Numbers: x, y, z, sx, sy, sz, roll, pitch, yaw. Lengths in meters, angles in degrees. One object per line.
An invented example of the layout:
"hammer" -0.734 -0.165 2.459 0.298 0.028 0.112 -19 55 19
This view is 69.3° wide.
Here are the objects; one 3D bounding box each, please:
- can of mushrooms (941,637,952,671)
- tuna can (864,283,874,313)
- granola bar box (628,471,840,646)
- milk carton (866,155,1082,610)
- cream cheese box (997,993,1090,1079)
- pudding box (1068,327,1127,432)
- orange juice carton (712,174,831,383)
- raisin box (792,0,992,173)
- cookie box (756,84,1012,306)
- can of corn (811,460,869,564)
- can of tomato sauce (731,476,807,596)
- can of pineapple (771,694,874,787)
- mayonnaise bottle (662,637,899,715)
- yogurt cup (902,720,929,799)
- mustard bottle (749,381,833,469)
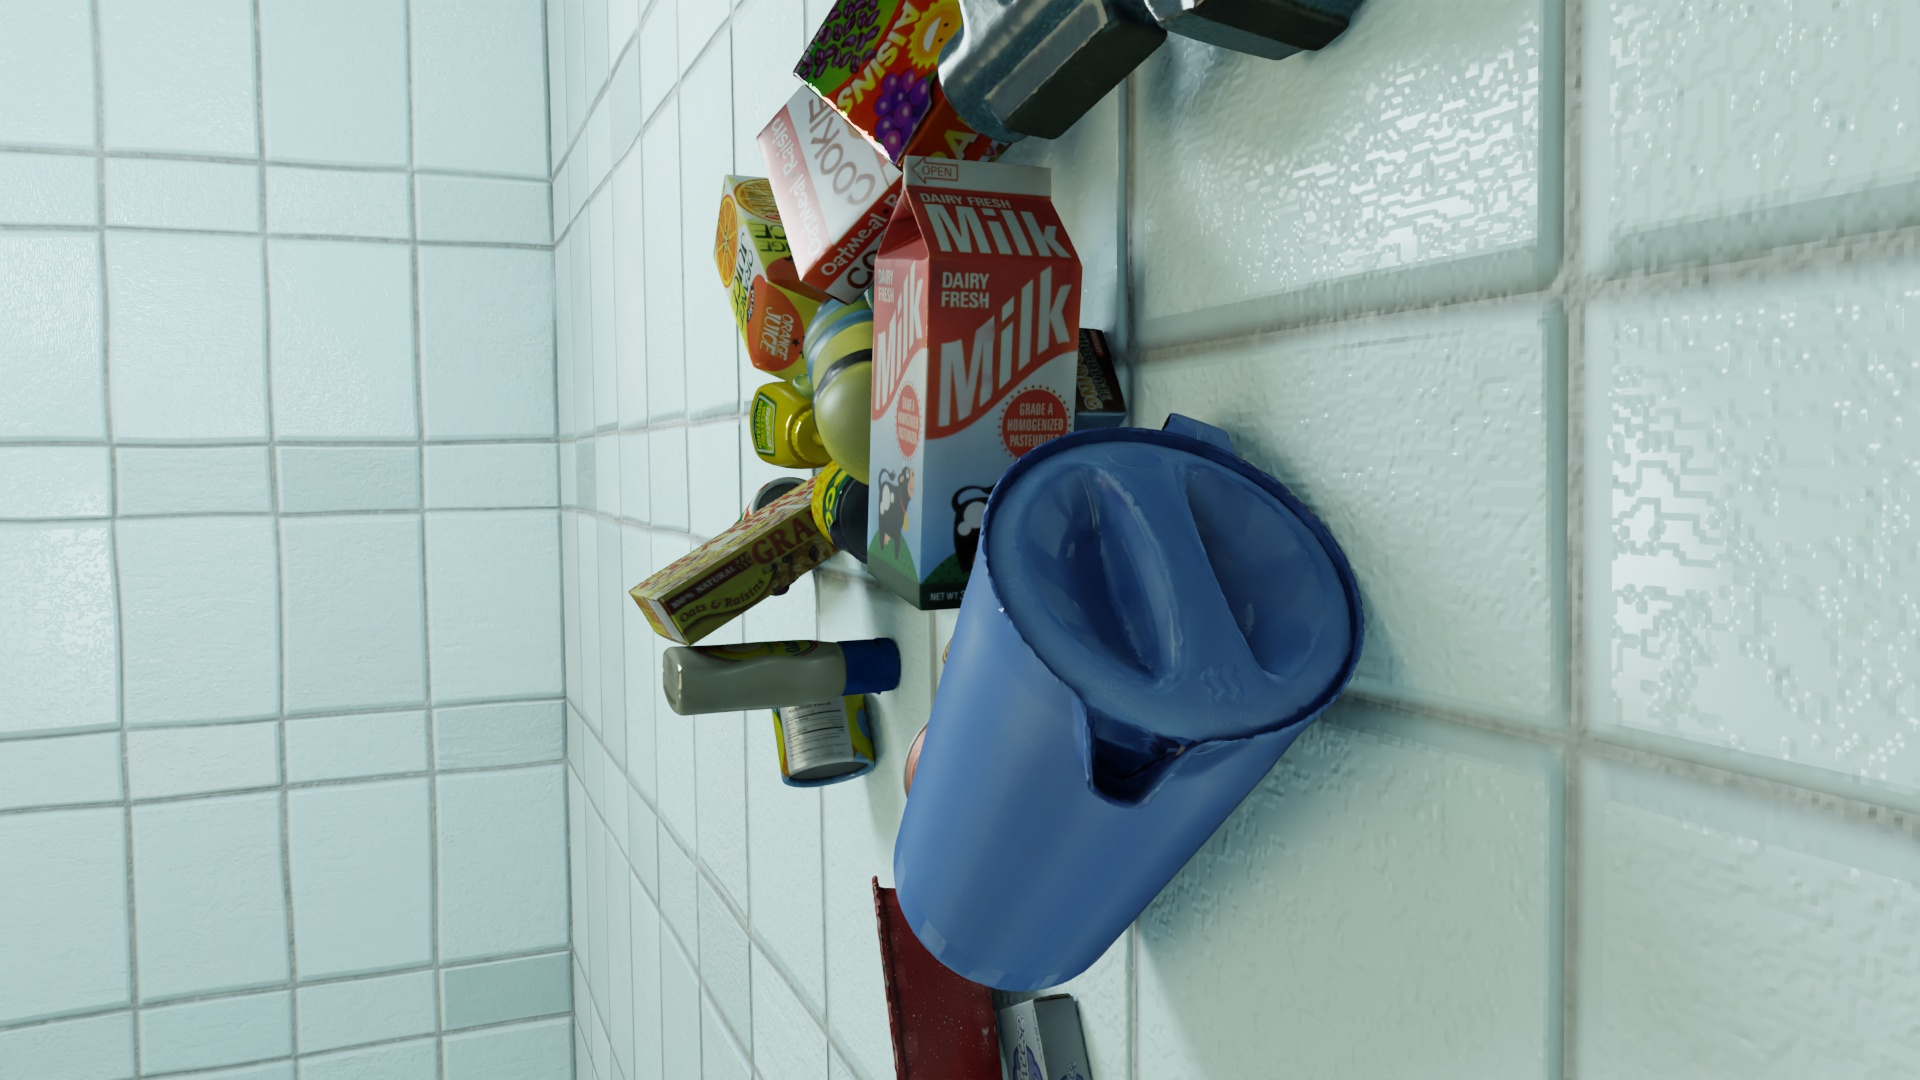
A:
"can of mushrooms" 0.025 0.062 0.664 0.070 0.071 0.033 110 151 -42
"tuna can" -0.027 -0.151 0.772 0.070 0.071 0.033 109 149 -41
"granola bar box" -0.131 0.008 0.924 0.039 0.166 0.124 61 161 -12
"milk carton" 0.004 -0.071 0.617 0.073 0.072 0.190 -154 64 -65
"cream cheese box" 0.046 0.282 0.690 0.053 0.024 0.104 128 136 -59
"pudding box" 0.045 -0.057 0.659 0.083 0.030 0.050 122 141 -53
"orange juice carton" -0.121 -0.184 0.996 0.193 0.073 0.071 -115 32 -43
"raisin box" -0.021 -0.228 0.659 0.086 0.040 0.124 -53 46 15
"cookie box" -0.031 -0.222 0.727 0.167 0.040 0.123 -40 50 27
"can of corn" -0.055 -0.019 0.851 0.058 0.071 0.071 -158 67 -67
"can of tomato sauce" -0.138 -0.003 1.060 0.082 0.071 0.071 139 125 -61
"can of pineapple" -0.096 0.137 0.972 0.070 0.071 0.058 127 135 -57
"mayonnaise bottle" -0.115 0.086 0.902 0.065 0.148 0.041 -156 65 -65
"yogurt cup" 0.012 0.123 0.711 0.054 0.072 0.072 15 106 58
"mustard bottle" -0.116 -0.082 1.023 0.160 0.049 0.065 -158 67 -66
